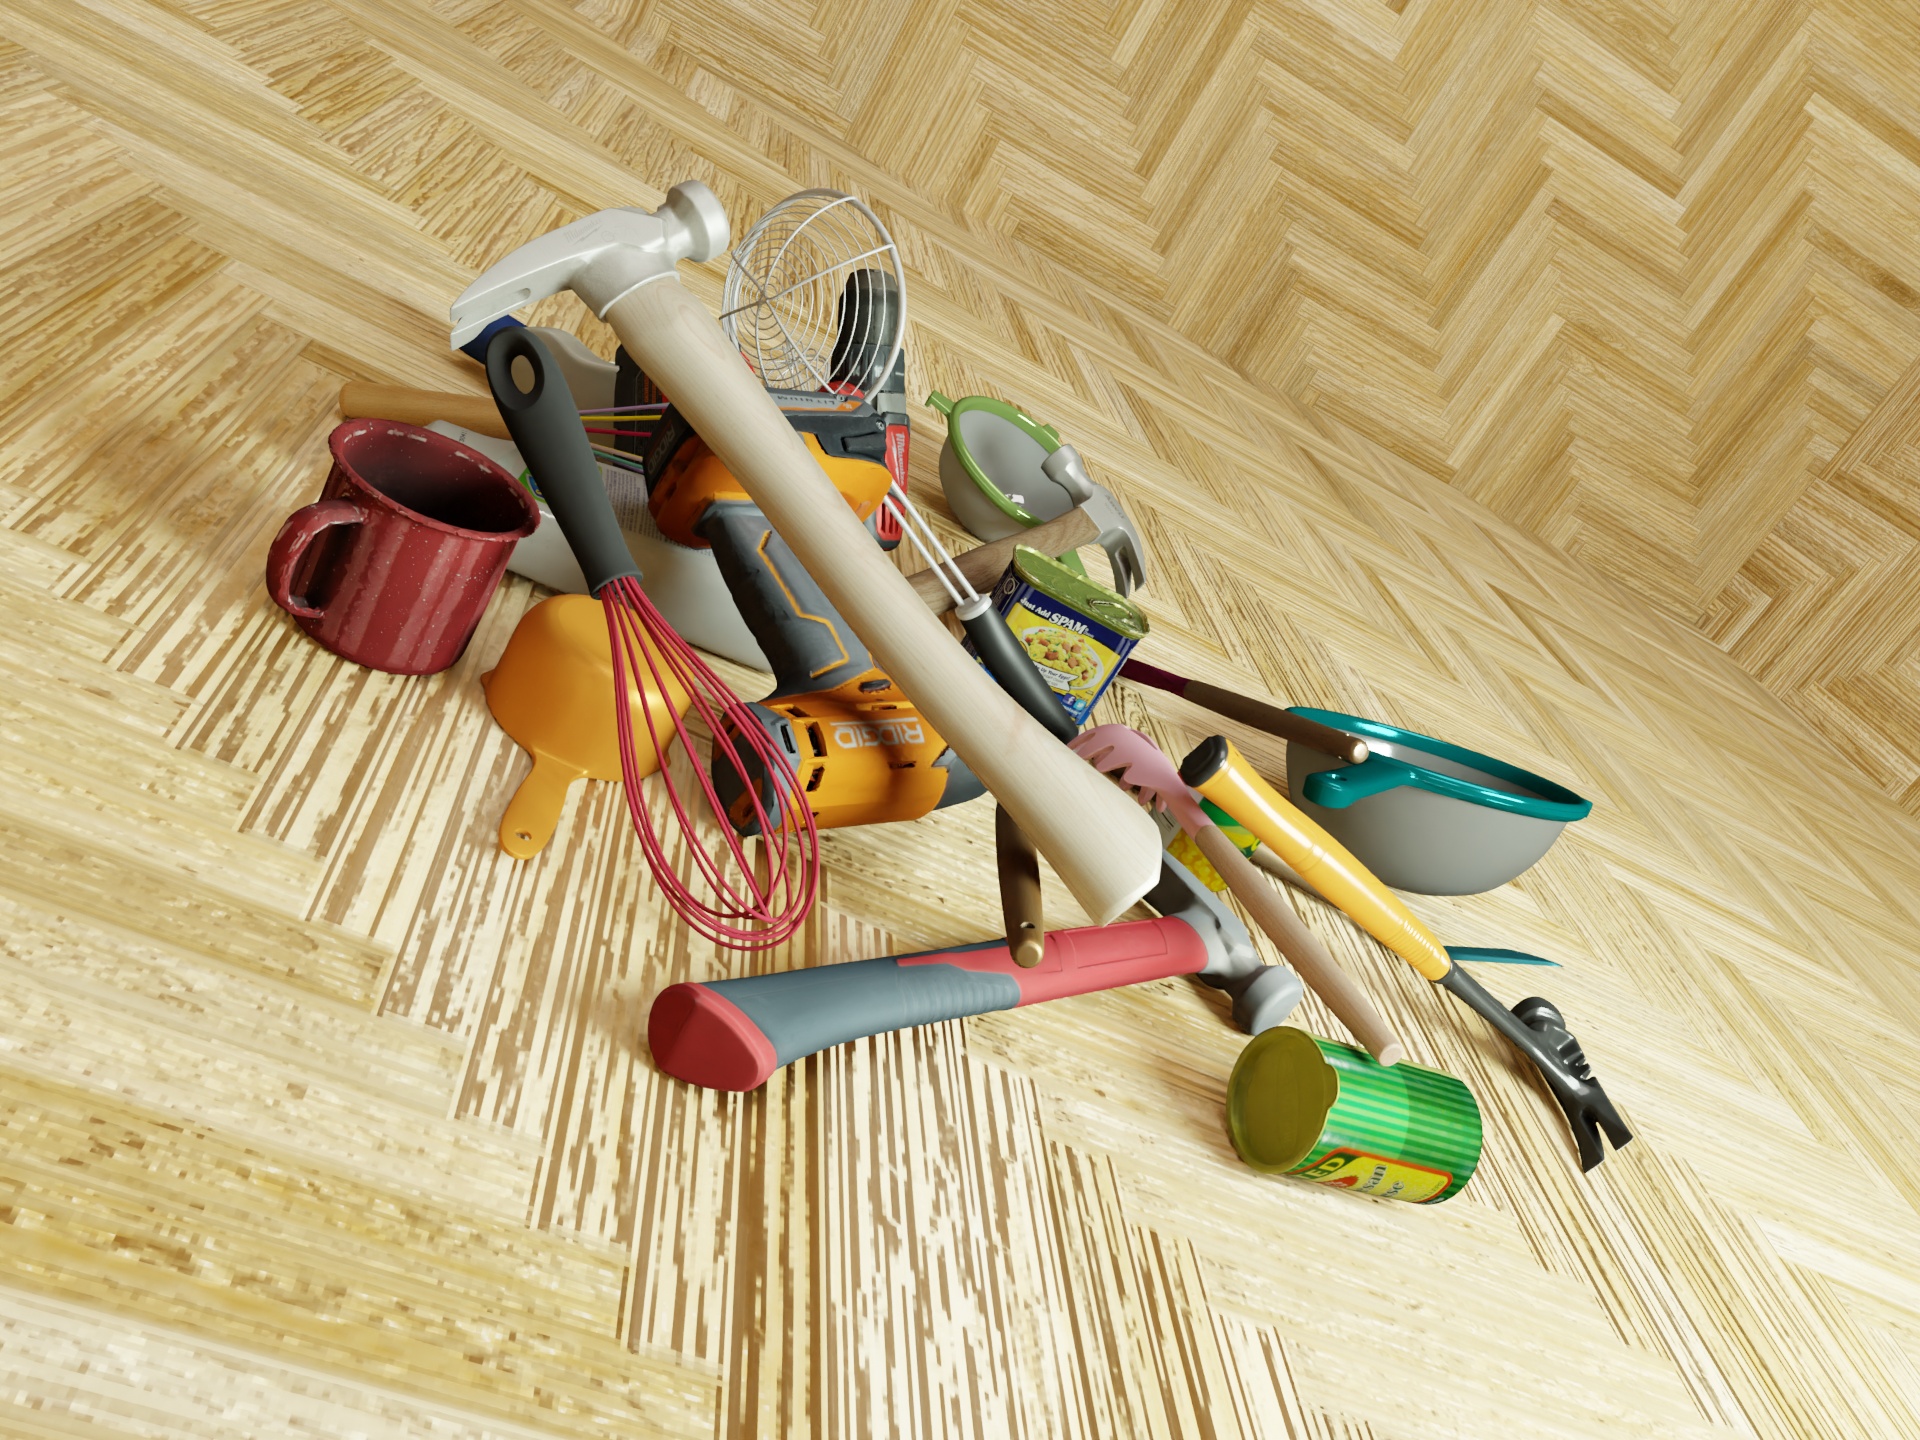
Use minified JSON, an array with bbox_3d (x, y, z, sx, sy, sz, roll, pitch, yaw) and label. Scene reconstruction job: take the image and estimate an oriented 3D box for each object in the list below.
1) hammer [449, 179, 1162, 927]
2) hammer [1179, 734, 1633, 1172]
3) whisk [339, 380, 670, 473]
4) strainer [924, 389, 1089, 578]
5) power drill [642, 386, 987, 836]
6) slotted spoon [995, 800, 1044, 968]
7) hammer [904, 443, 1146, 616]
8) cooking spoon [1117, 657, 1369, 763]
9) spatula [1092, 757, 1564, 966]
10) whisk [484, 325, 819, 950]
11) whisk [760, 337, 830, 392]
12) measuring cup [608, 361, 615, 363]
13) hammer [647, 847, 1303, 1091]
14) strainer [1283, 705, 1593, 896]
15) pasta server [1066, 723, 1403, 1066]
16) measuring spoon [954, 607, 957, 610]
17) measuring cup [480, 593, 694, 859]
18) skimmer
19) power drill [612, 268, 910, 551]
[{"bbox_3d":[-0.061,-0.071,0.722,0.146,0.038,0.411,-34,79,-26],"label":"hammer"},{"bbox_3d":[0.249,0.123,0.897,0.336,0.034,0.127,39,20,-19],"label":"hammer"},{"bbox_3d":[-0.218,-0.164,0.875,0.245,0.051,0.047,8,-1,-1],"label":"whisk"},{"bbox_3d":[0.054,-0.144,1.270,0.151,0.069,0.257,6,52,-44],"label":"strainer"},{"bbox_3d":[-0.061,-0.053,0.795,0.164,0.084,0.227,-2,63,-35],"label":"power drill"},{"bbox_3d":[0.028,0.052,0.786,0.070,0.031,0.314,5,16,-1],"label":"slotted spoon"},{"bbox_3d":[0.038,-0.115,1.138,0.130,0.031,0.331,52,36,5],"label":"hammer"},{"bbox_3d":[0.167,-0.014,1.055,0.068,0.017,0.319,18,4,-26],"label":"cooking spoon"},{"bbox_3d":[0.227,0.091,1.017,0.317,0.044,0.082,31,-1,1],"label":"spatula"},{"bbox_3d":[-0.137,-0.040,0.670,0.073,0.073,0.296,-9,70,-57],"label":"whisk"},{"bbox_3d":[-0.118,-0.234,1.244,0.058,0.059,0.247,-12,39,-6],"label":"whisk"},{"bbox_3d":[-0.181,-0.215,1.128,0.167,0.038,0.083,12,30,-36],"label":"measuring cup"},{"bbox_3d":[0.011,0.104,0.723,0.386,0.038,0.143,2,36,-50],"label":"hammer"},{"bbox_3d":[0.278,0.067,1.036,0.211,0.095,0.340,21,13,28],"label":"strainer"},{"bbox_3d":[0.138,0.081,0.842,0.060,0.040,0.317,33,13,-32],"label":"pasta server"},{"bbox_3d":[0.049,-0.053,1.116,0.124,0.018,0.034,32,23,3],"label":"measuring spoon"},{"bbox_3d":[-0.166,-0.001,0.692,0.095,0.052,0.174,27,22,-13],"label":"measuring cup"},{"bbox_3d":[-0.014,-0.130,0.927,0.363,0.127,0.090,53,43,-29],"label":"skimmer"},{"bbox_3d":[-0.110,-0.201,1.011,0.080,0.188,0.226,9,11,34],"label":"power drill"}]
